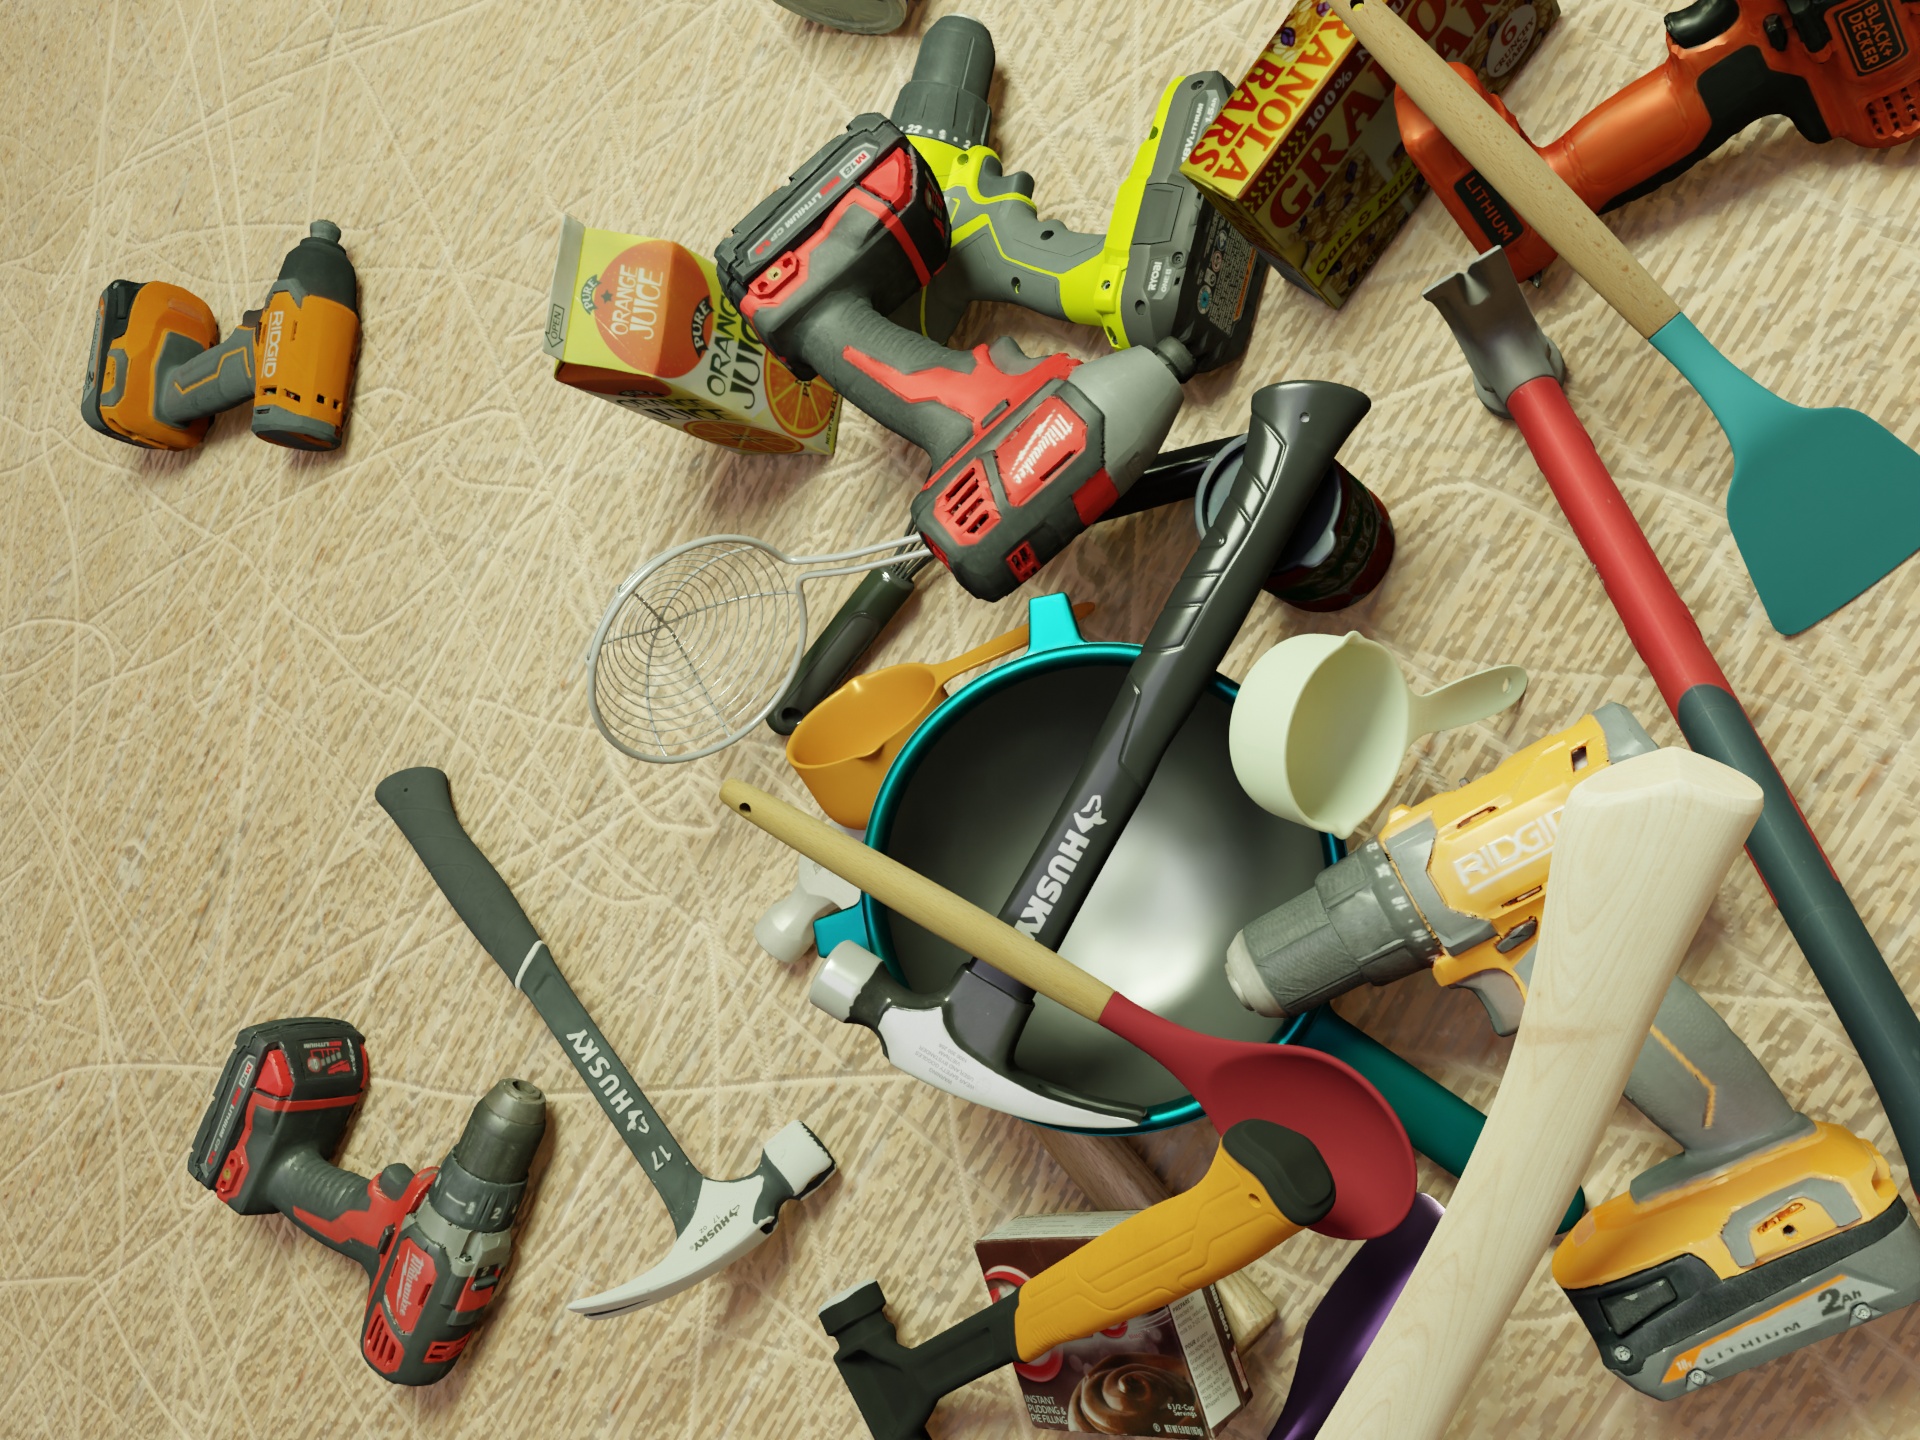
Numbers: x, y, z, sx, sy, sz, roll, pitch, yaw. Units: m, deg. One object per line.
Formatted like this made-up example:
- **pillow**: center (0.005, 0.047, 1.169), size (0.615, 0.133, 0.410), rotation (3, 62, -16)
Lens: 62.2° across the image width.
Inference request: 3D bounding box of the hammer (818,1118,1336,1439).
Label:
- **hammer**: center (0.044, 0.254, 0.669), size (0.127, 0.034, 0.336), rotation (59, 137, 18)

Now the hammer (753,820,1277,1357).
- **hammer**: center (0.030, 0.167, 0.778), size (0.332, 0.031, 0.130), rotation (46, 106, 28)

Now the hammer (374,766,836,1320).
- **hammer**: center (-0.243, 0.160, 0.922), size (0.149, 0.036, 0.409), rotation (-40, 56, -10)

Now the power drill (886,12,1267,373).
- **power drill**: center (0.044, -0.269, 0.816), size (0.229, 0.080, 0.190), rotation (15, 91, 35)

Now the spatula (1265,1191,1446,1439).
- **spatula**: center (0.127, 0.342, 0.698), size (0.060, 0.018, 0.316), rotation (42, 103, 34)

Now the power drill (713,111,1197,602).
- **power drill**: center (-0.002, -0.172, 0.735), size (0.143, 0.078, 0.220), rotation (-41, 67, 2)

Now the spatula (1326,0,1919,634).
- **spatula**: center (0.252, -0.170, 0.618), size (0.082, 0.044, 0.317), rotation (-43, 86, 20)

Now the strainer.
- **strainer**: center (0.119, 0.109, 0.711), size (0.340, 0.095, 0.211), rotation (34, 93, 10)

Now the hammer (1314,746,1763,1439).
- **hammer**: center (0.185, 0.199, 0.553), size (0.146, 0.038, 0.410), rotation (20, 116, 11)

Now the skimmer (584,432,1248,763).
- **skimmer**: center (-0.009, -0.066, 0.778), size (0.363, 0.127, 0.090), rotation (-14, 49, 14)

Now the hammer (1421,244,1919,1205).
- **hammer**: center (0.282, -0.003, 0.601), size (0.038, 0.143, 0.386), rotation (-29, 72, 22)

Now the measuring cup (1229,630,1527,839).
- **measuring cup**: center (0.173, -0.005, 0.653), size (0.038, 0.167, 0.083), rotation (15, 112, 48)

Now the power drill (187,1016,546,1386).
- **power drill**: center (-0.354, 0.265, 0.971), size (0.227, 0.080, 0.188), rotation (28, 97, 29)

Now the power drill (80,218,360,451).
- **power drill**: center (-0.533, -0.279, 1.167), size (0.226, 0.084, 0.164), rotation (3, 83, 27)

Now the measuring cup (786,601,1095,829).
- **measuring cup**: center (-0.001, -0.003, 0.811), size (0.173, 0.052, 0.095), rotation (-26, 25, 3)

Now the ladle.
- **ladle**: center (0.034, 0.102, 0.629), size (0.315, 0.031, 0.069), rotation (29, 113, 15)

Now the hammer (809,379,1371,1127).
- **hammer**: center (0.077, 0.010, 0.659), size (0.146, 0.035, 0.335), rotation (29, 92, 12)

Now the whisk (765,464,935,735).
- **whisk**: center (-0.029, -0.083, 0.848), size (0.246, 0.057, 0.059), rotation (-50, 27, 20)

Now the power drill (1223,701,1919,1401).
- **power drill**: center (0.225, 0.131, 0.604), size (0.185, 0.084, 0.226), rotation (-31, 80, 16)
